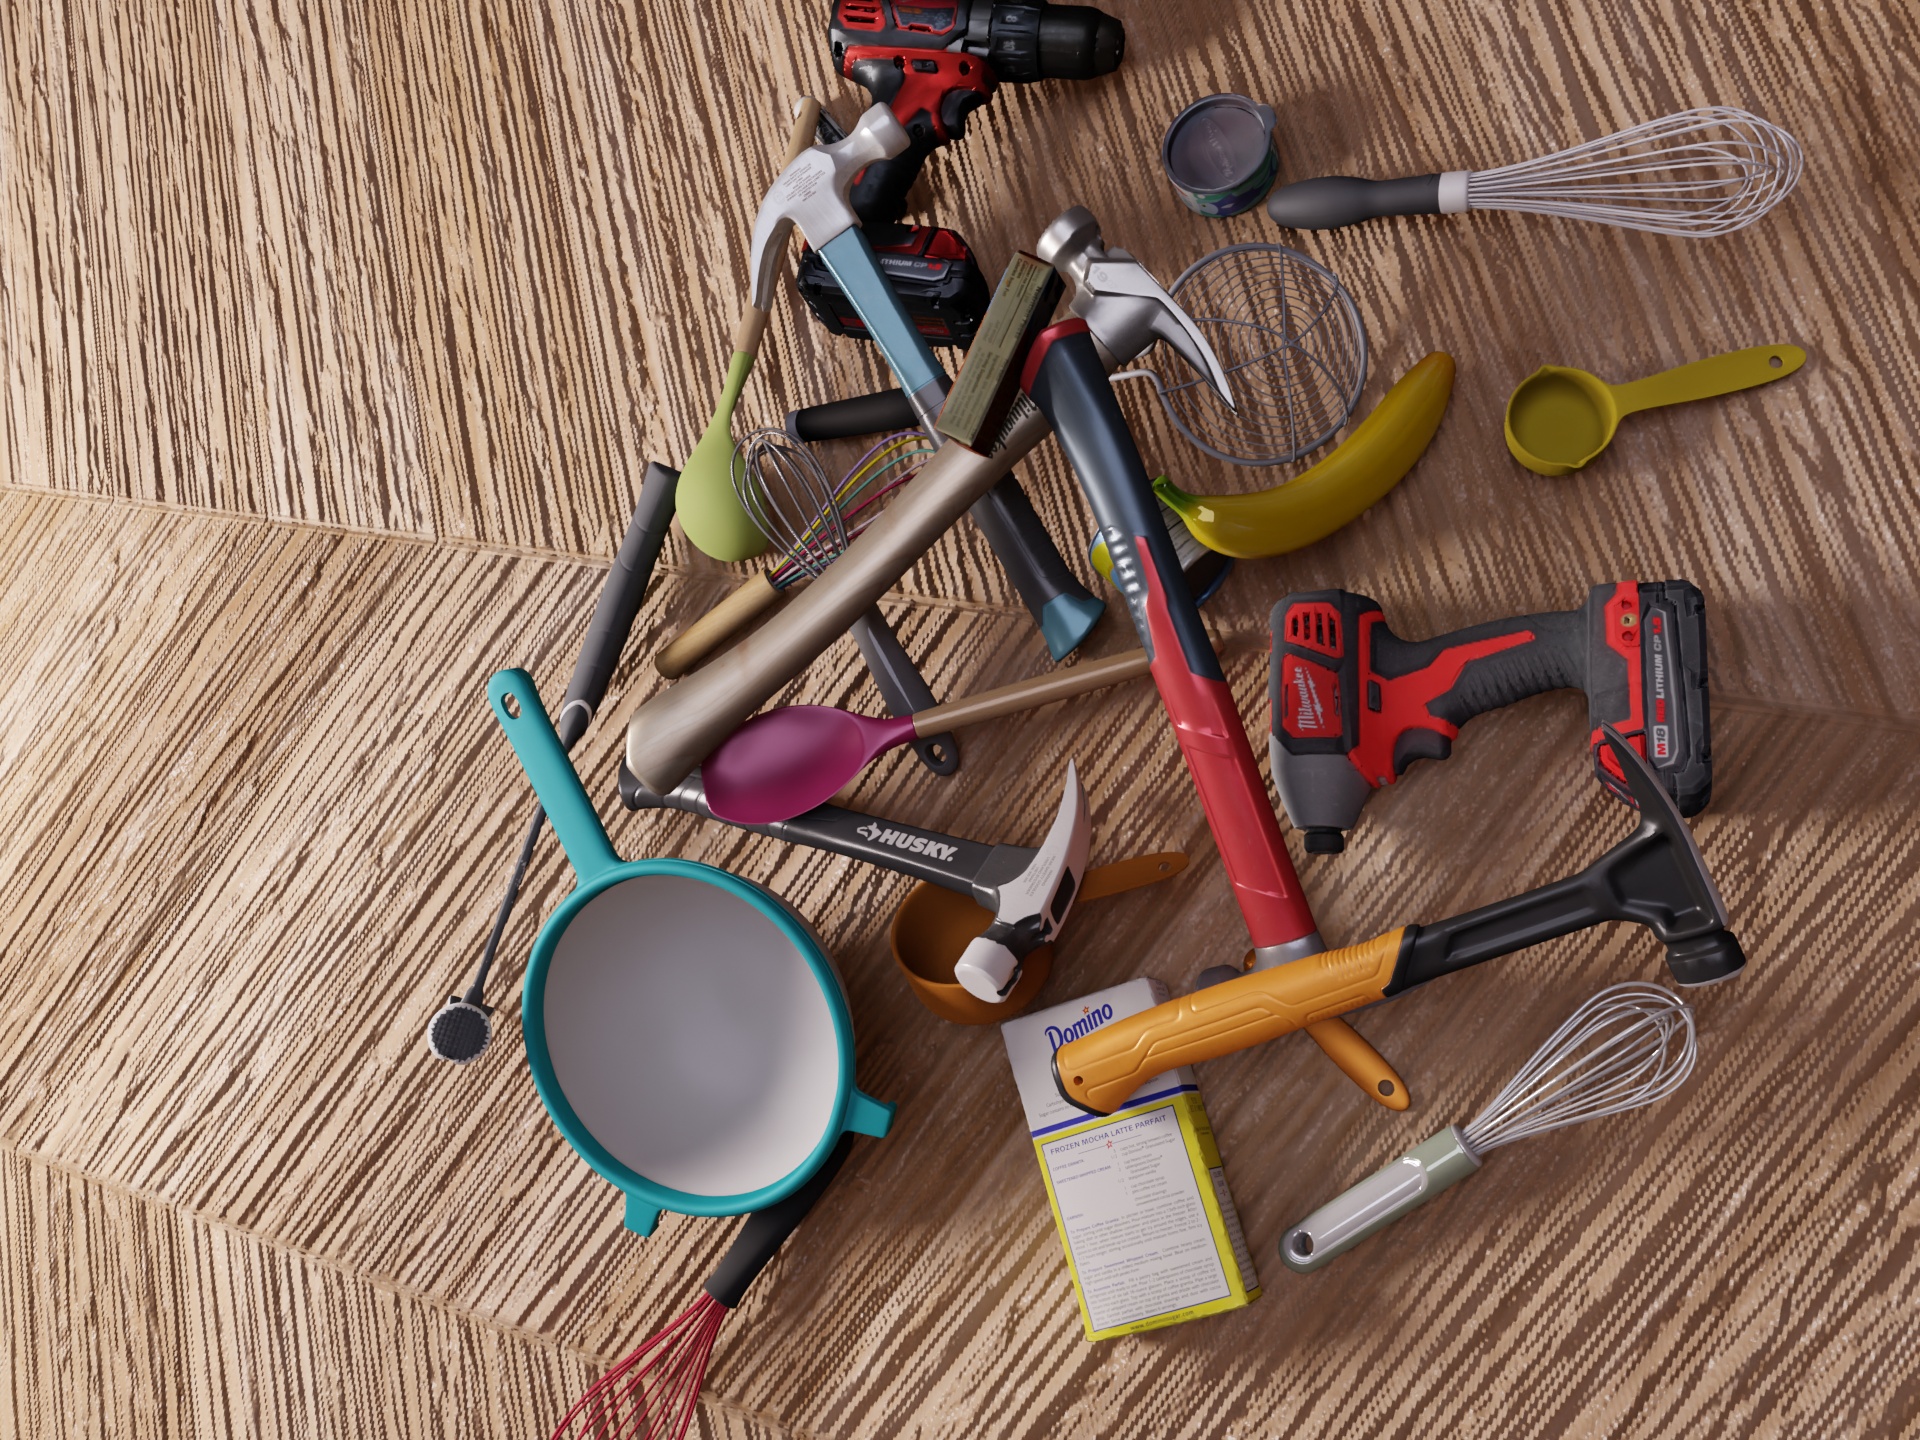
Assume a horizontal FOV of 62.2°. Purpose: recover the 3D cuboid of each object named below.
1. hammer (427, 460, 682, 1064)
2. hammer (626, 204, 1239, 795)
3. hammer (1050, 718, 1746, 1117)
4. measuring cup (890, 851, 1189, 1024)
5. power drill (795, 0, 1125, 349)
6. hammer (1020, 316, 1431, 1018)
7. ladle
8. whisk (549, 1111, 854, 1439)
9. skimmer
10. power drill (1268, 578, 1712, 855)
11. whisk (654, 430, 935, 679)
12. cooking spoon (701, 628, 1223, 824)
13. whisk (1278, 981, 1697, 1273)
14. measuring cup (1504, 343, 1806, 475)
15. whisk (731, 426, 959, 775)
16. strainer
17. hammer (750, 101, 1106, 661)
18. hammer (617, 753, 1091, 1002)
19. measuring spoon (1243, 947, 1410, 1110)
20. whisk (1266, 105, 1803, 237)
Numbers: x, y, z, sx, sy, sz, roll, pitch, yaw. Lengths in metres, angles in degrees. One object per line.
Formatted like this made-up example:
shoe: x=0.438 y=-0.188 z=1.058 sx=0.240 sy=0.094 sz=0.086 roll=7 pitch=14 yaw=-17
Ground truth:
hammer: x=-0.253 y=0.018 z=1.025 sx=0.036 sy=0.149 sz=0.409 roll=20 pitch=76 yaw=-12
hammer: x=-0.033 y=-0.095 z=0.907 sx=0.410 sy=0.038 sz=0.146 roll=-43 pitch=80 yaw=11
hammer: x=0.191 y=0.119 z=0.785 sx=0.337 sy=0.034 sz=0.127 roll=-25 pitch=89 yaw=23
measuring cup: x=0.049 y=0.117 z=0.901 sx=0.173 sy=0.052 sz=0.095 roll=-17 pitch=42 yaw=3
power drill: x=-0.003 y=-0.356 z=1.000 sx=0.188 sy=0.080 sz=0.227 roll=8 pitch=83 yaw=11
hammer: x=0.132 y=-0.030 z=0.828 sx=0.143 sy=0.038 sz=0.386 roll=-20 pitch=91 yaw=29
ladle: x=-0.125 y=-0.260 z=1.049 sx=0.078 sy=0.062 sz=0.320 roll=-3 pitch=72 yaw=57
whisk: x=-0.153 y=0.354 z=0.936 sx=0.073 sy=0.073 sz=0.296 roll=34 pitch=86 yaw=24
skimmer: x=0.060 y=-0.204 z=0.978 sx=0.363 sy=0.090 sz=0.127 roll=-3 pitch=95 yaw=32
power drill: x=0.270 y=-0.001 z=0.832 sx=0.220 sy=0.078 sz=0.143 roll=-2 pitch=78 yaw=24
whisk: x=-0.099 y=-0.098 z=1.017 sx=0.245 sy=0.047 sz=0.051 roll=-36 pitch=66 yaw=16
cooking spoon: x=-0.001 y=-0.003 z=0.935 sx=0.319 sy=0.017 sz=0.069 roll=-16 pitch=71 yaw=7
whisk: x=0.263 y=0.211 z=0.805 sx=0.246 sy=0.059 sz=0.058 roll=-38 pitch=56 yaw=15
measuring cup: x=0.372 y=-0.172 z=0.858 sx=0.156 sy=0.029 sz=0.062 roll=-14 pitch=74 yaw=6
whisk: x=-0.067 y=-0.070 z=0.963 sx=0.055 sy=0.055 sz=0.239 roll=-30 pitch=91 yaw=13
strainer: x=-0.173 y=0.118 z=0.939 sx=0.211 sy=0.095 sz=0.340 roll=-28 pitch=88 yaw=22
hammer: x=-0.011 y=-0.186 z=0.938 sx=0.128 sy=0.033 sz=0.331 roll=-31 pitch=91 yaw=14
hammer: x=-0.077 y=0.059 z=0.949 sx=0.335 sy=0.035 sz=0.146 roll=13 pitch=53 yaw=33
measuring spoon: x=0.197 y=0.166 z=0.858 sx=0.021 sy=0.011 sz=0.117 roll=-48 pitch=67 yaw=7
whisk: x=0.310 y=-0.299 z=0.889 sx=0.285 sy=0.070 sz=0.070 roll=5 pitch=81 yaw=28
